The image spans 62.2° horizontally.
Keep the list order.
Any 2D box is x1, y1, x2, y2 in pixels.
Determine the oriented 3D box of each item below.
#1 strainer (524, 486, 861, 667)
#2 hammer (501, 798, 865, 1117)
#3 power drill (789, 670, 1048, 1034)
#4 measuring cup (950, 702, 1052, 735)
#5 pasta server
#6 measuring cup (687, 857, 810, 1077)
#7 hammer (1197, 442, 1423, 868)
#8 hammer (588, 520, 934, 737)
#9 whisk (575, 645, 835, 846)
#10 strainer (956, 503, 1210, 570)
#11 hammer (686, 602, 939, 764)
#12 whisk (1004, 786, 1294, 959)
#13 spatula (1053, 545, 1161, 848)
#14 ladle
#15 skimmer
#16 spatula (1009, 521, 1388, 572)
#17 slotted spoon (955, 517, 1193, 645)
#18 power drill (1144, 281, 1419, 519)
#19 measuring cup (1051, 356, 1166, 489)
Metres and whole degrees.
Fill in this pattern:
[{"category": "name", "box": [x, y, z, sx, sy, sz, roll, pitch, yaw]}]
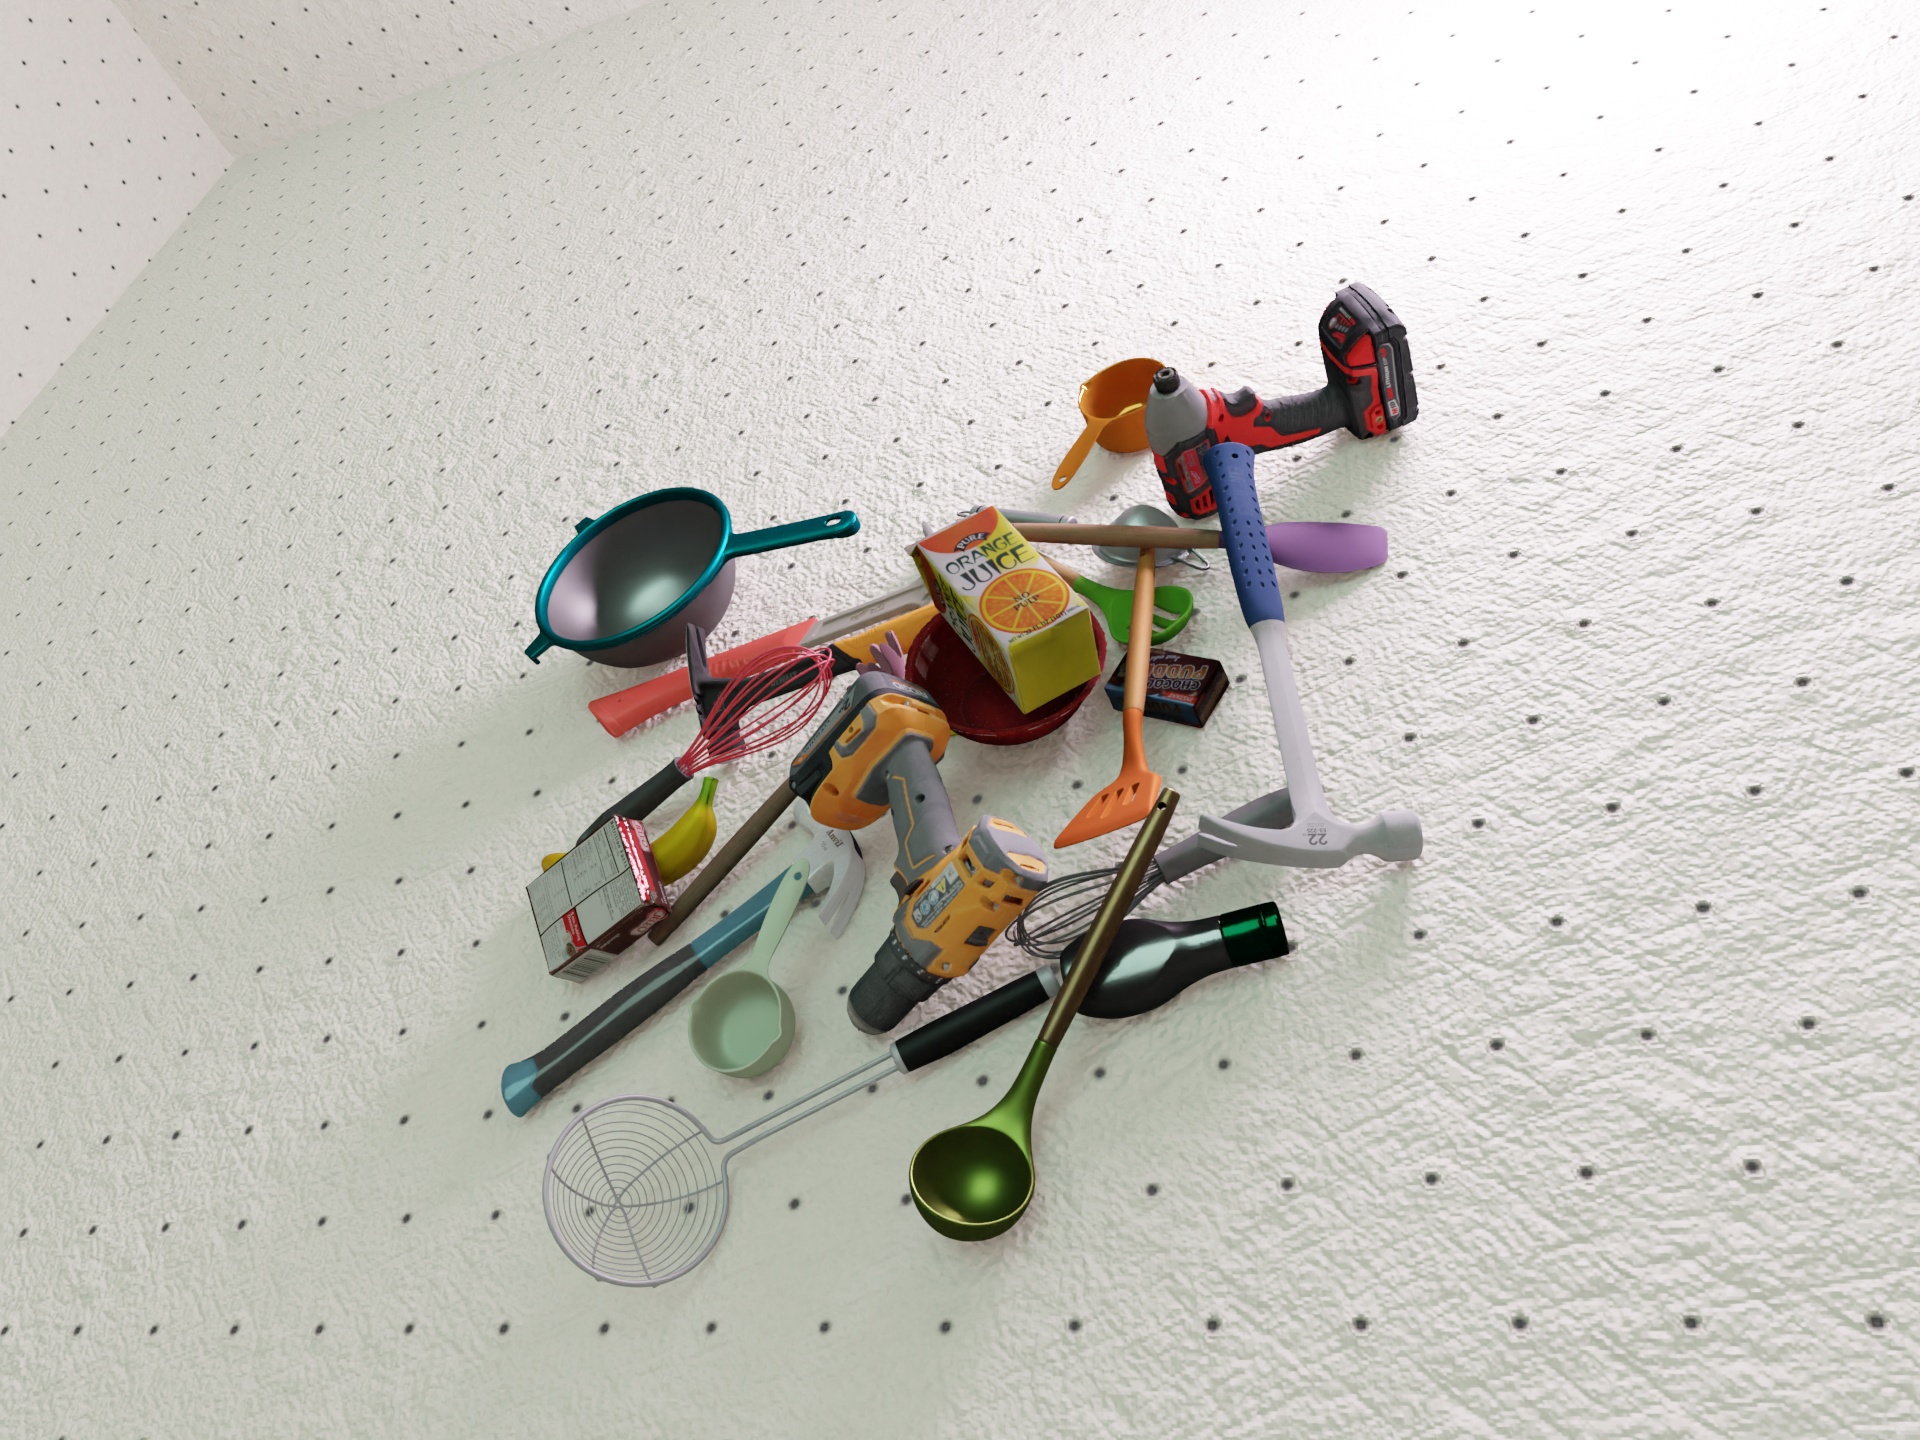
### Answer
[{"category": "strainer", "box": [-0.237, -0.131, 1.513, 0.340, 0.095, 0.211, -9, 47, 20]}, {"category": "hammer", "box": [-0.214, 0.190, 1.233, 0.331, 0.033, 0.128, -37, 41, -7]}, {"category": "power drill", "box": [-0.047, 0.097, 1.153, 0.185, 0.084, 0.226, -51, 46, 20]}, {"category": "measuring cup", "box": [-0.002, -0.004, 1.303, 0.156, 0.029, 0.062, -11, 45, 20]}, {"category": "pasta server", "box": [-0.149, 0.056, 1.297, 0.316, 0.040, 0.060, -48, 10, -7]}, {"category": "measuring cup", "box": [-0.140, 0.183, 1.171, 0.083, 0.038, 0.168, 11, 67, 28]}, {"category": "hammer", "box": [0.222, -0.061, 1.173, 0.144, 0.035, 0.406, -4, 49, 0]}, {"category": "hammer", "box": [-0.175, -0.070, 1.461, 0.359, 0.036, 0.149, -20, 43, 11]}, {"category": "whisk", "box": [-0.220, 0.029, 1.343, 0.296, 0.073, 0.073, -37, 39, 17]}, {"category": "strainer", "box": [0.099, -0.169, 1.384, 0.258, 0.050, 0.087, 12, 35, 35]}, {"category": "hammer", "box": [-0.077, -0.070, 1.364, 0.337, 0.034, 0.127, -18, 77, 13]}, {"category": "whisk", "box": [0.140, 0.102, 1.108, 0.239, 0.055, 0.055, -27, 42, -1]}, {"category": "spatula", "box": [0.127, -0.028, 1.197, 0.081, 0.041, 0.323, -22, 39, 31]}, {"category": "ladle", "box": [0.065, 0.180, 1.016, 0.078, 0.062, 0.320, 23, 76, 23]}, {"category": "skimmer", "box": [-0.099, 0.253, 1.063, 0.363, 0.090, 0.127, -27, 74, 0]}, {"category": "spatula", "box": [0.183, -0.145, 1.284, 0.316, 0.018, 0.060, 4, 49, 10]}, {"category": "slotted spoon", "box": [0.089, -0.126, 1.374, 0.070, 0.031, 0.314, -42, 41, -13]}, {"category": "power drill", "box": [0.260, -0.268, 1.328, 0.219, 0.143, 0.079, -24, 44, 3]}, {"category": "measuring cup", "box": [0.136, -0.256, 1.454, 0.095, 0.052, 0.174, 14, 59, 38]}]
